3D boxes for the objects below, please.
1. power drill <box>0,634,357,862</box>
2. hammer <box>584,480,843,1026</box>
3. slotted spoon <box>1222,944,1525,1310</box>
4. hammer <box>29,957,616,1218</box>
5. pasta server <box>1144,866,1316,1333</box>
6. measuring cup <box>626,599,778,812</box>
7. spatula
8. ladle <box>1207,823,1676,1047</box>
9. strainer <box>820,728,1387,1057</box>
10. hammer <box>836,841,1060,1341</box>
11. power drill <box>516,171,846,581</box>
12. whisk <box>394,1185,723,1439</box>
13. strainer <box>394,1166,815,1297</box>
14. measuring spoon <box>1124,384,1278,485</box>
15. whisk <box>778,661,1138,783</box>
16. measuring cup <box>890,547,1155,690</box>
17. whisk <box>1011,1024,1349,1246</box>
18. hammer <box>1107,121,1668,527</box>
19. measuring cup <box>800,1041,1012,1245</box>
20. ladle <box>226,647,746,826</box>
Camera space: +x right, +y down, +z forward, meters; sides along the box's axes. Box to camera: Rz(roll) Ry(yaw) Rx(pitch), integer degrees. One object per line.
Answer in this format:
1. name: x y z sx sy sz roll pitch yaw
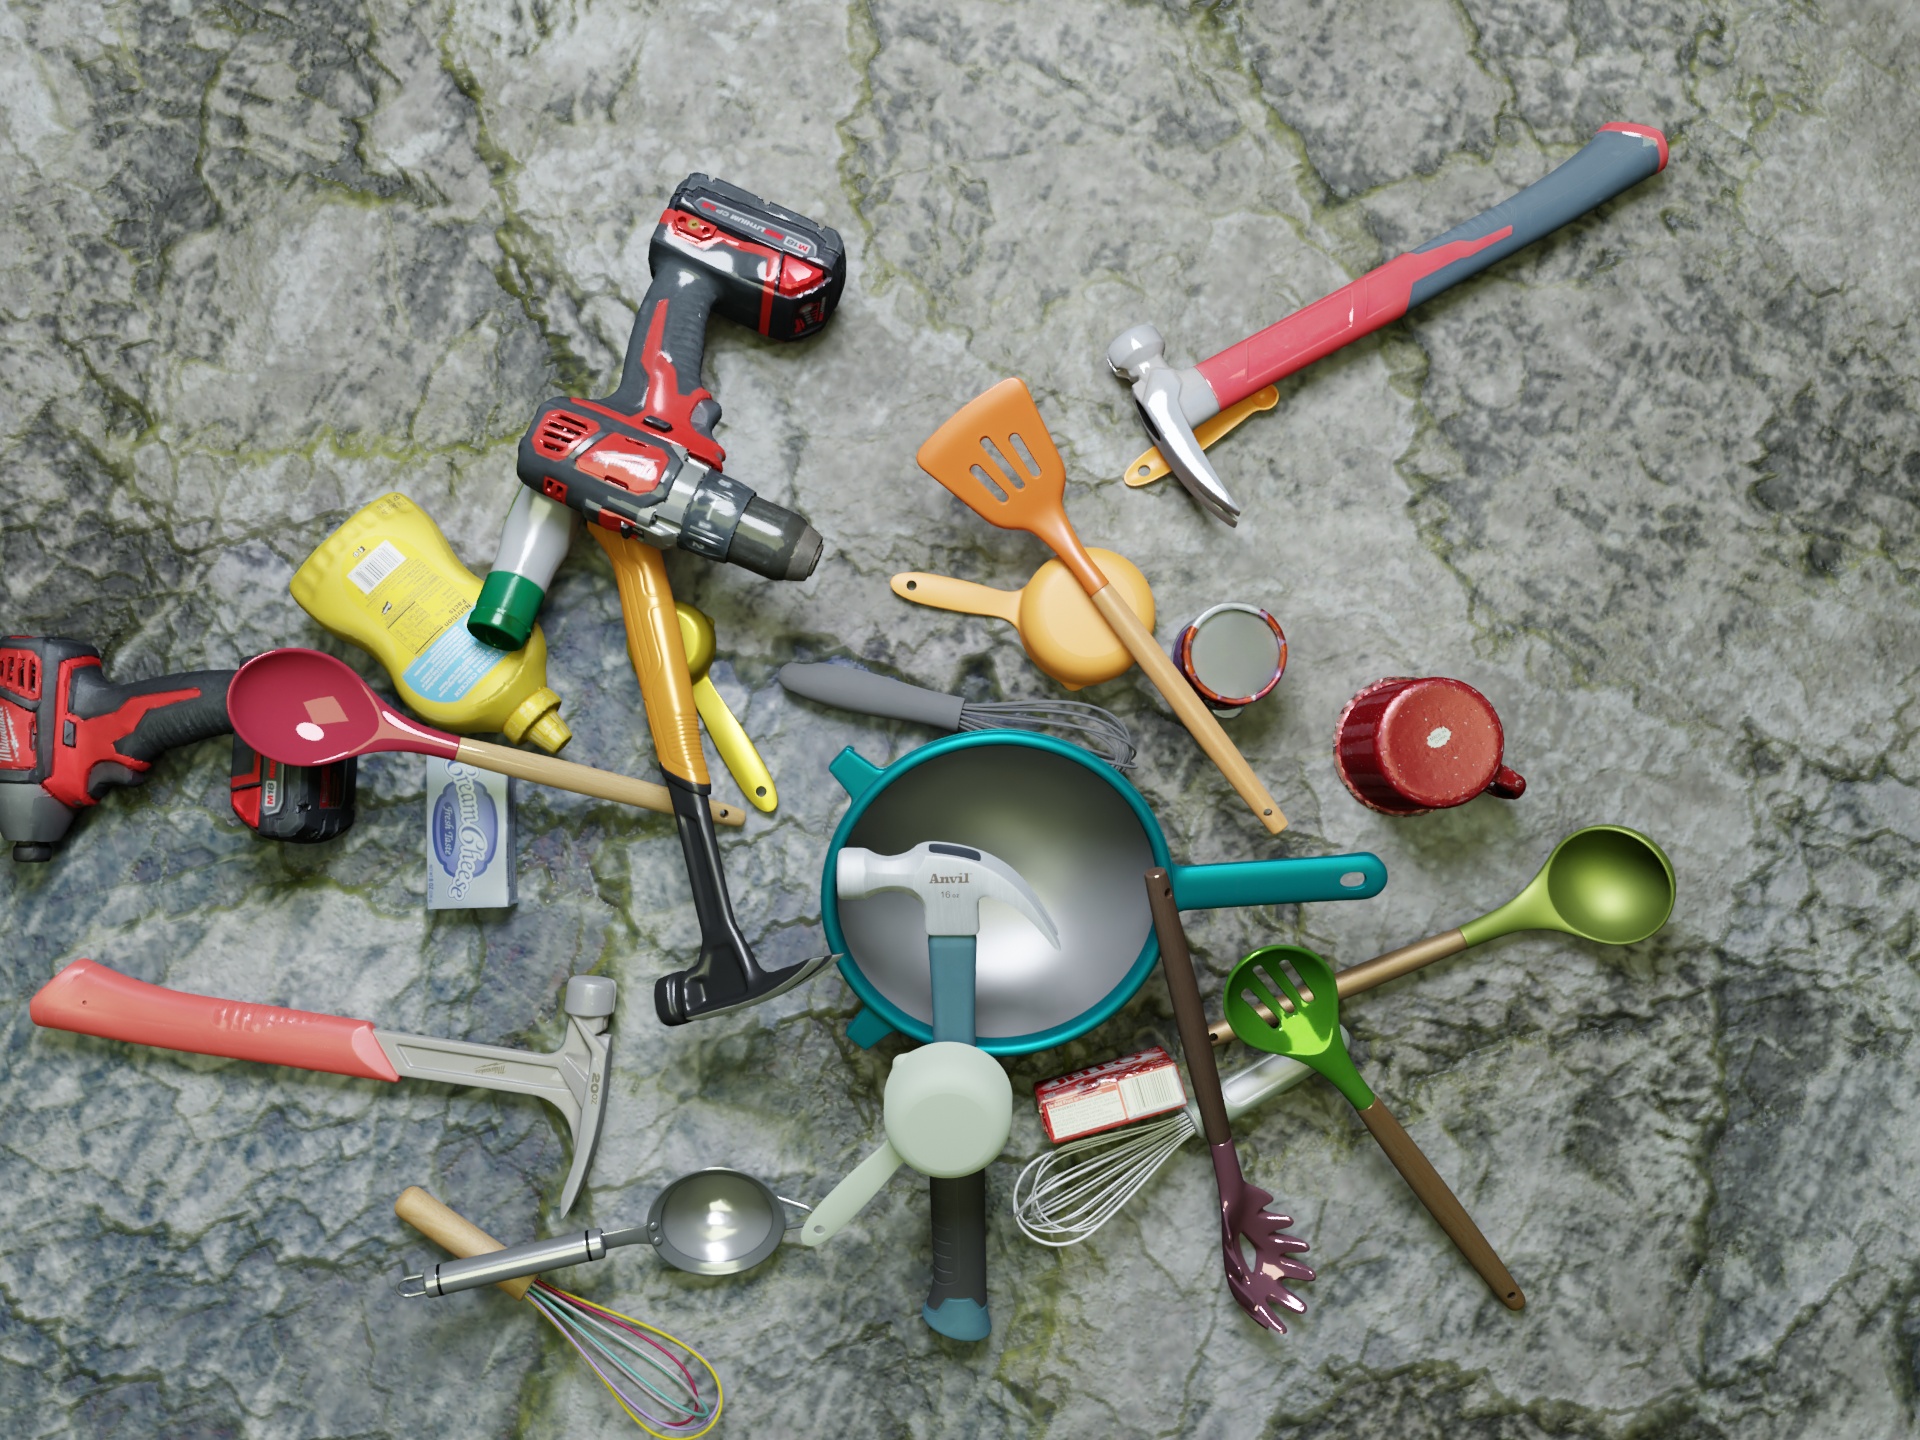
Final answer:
1. power drill: -0.501 0.022 0.998 0.219 0.078 0.143 2 87 2
2. hammer: -0.168 0.009 0.971 0.127 0.034 0.337 -21 78 29
3. slotted spoon: 0.263 0.256 0.988 0.070 0.031 0.313 -37 103 5
4. hammer: -0.404 0.214 1.008 0.359 0.036 0.149 8 87 -1
5. pasta server: 0.158 0.233 0.968 0.060 0.040 0.316 -29 112 -37
6. measuring cup: -0.162 -0.009 1.024 0.062 0.029 0.156 -32 85 -2
7. spatula: 0.099 -0.060 0.974 0.081 0.041 0.322 -37 90 8
8. ladle: 0.298 0.149 1.013 0.320 0.062 0.078 -22 85 1
9. strainer: 0.085 0.091 0.986 0.340 0.095 0.211 -3 107 -2
10. hammer: -0.004 0.230 0.960 0.128 0.033 0.331 -1 108 0
11. power drill: -0.143 -0.203 0.981 0.188 0.080 0.227 23 71 -3
12. whisk: -0.255 0.372 1.000 0.245 0.051 0.047 33 93 4
13. strainer: -0.219 0.321 0.988 0.258 0.050 0.086 -10 115 -10
14. measuring spoon: 0.159 -0.187 1.051 0.117 0.011 0.021 -32 78 1
15. whisk: -0.002 -0.002 1.019 0.239 0.055 0.055 13 87 4
16. measuring cup: 0.040 -0.075 1.020 0.173 0.052 0.095 11 87 -2
17. whisk: 0.141 0.258 1.010 0.246 0.059 0.058 -29 60 -6
18. hammer: 0.297 -0.271 1.032 0.386 0.038 0.143 -29 77 -4
19. measuring cup: -0.038 0.261 0.931 0.083 0.038 0.167 41 101 -12
20. ladle: -0.283 0.023 0.980 0.315 0.031 0.069 16 85 -19
